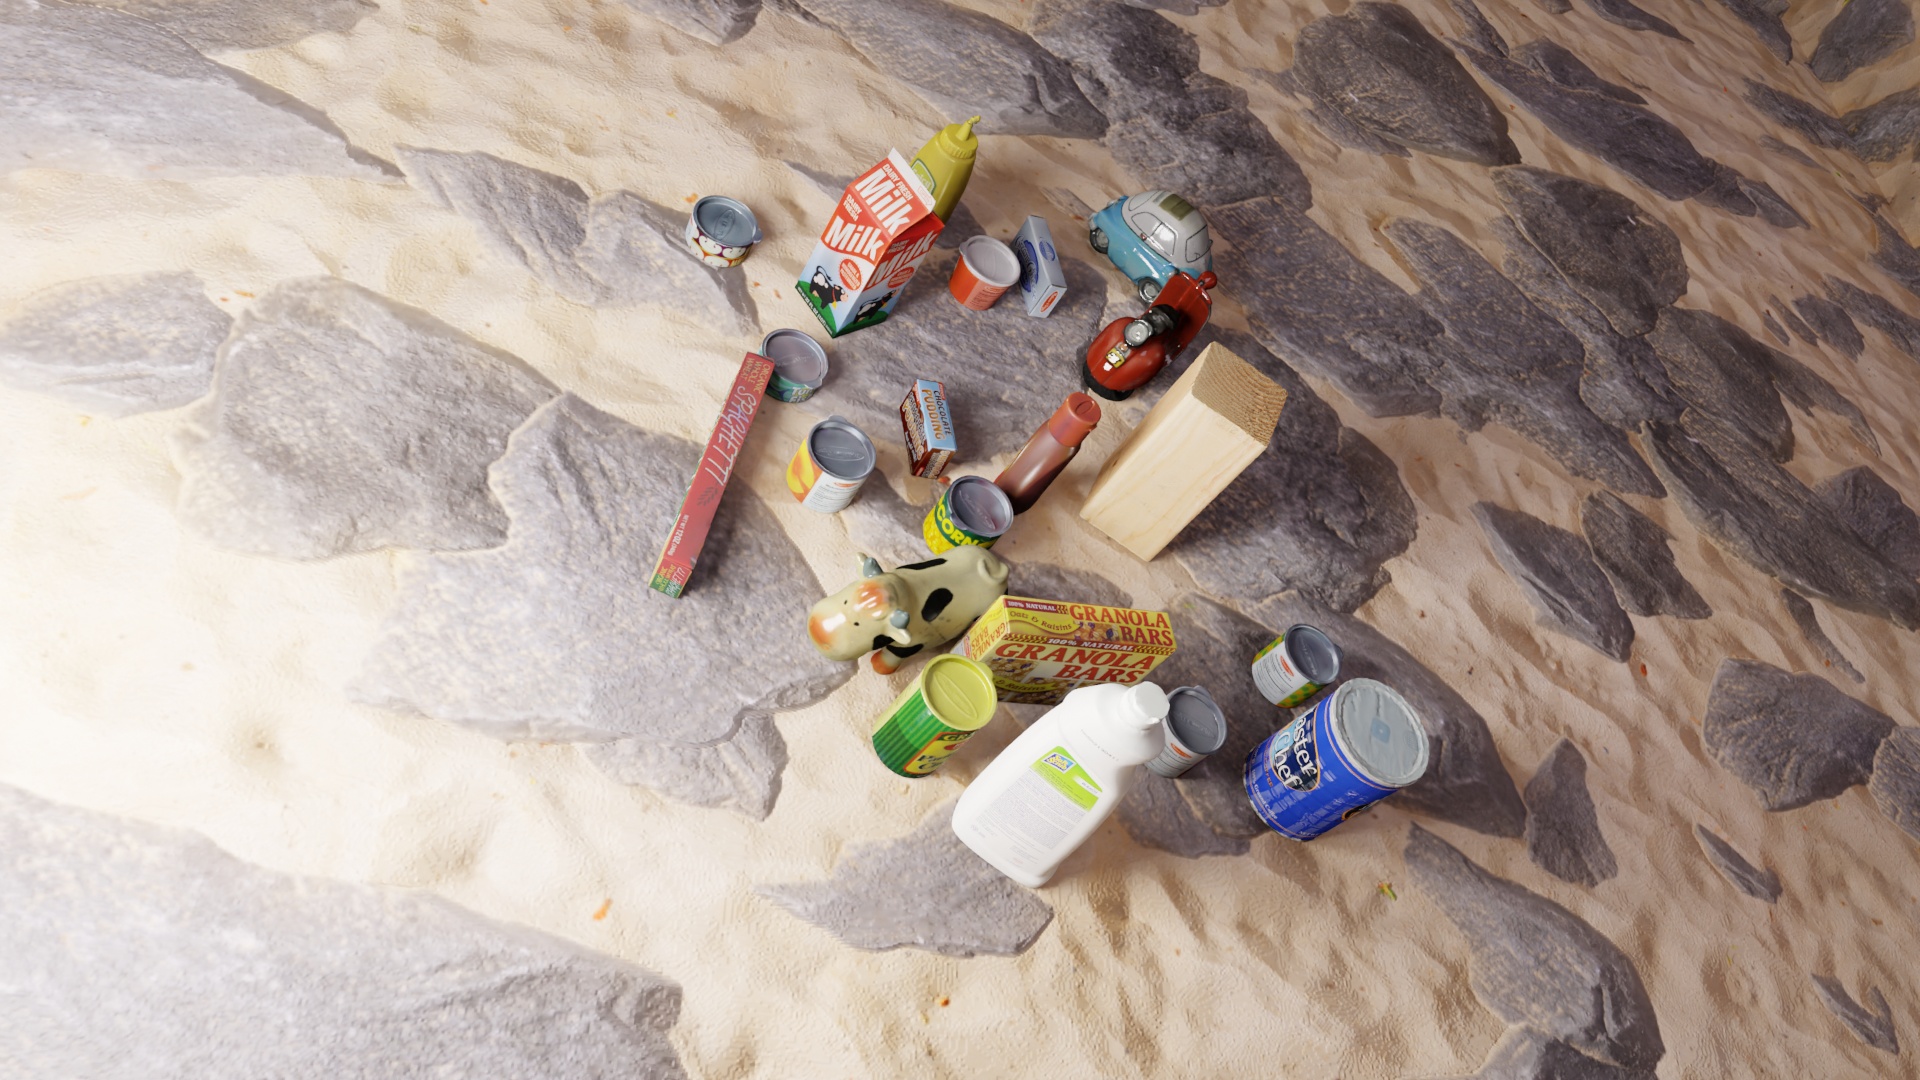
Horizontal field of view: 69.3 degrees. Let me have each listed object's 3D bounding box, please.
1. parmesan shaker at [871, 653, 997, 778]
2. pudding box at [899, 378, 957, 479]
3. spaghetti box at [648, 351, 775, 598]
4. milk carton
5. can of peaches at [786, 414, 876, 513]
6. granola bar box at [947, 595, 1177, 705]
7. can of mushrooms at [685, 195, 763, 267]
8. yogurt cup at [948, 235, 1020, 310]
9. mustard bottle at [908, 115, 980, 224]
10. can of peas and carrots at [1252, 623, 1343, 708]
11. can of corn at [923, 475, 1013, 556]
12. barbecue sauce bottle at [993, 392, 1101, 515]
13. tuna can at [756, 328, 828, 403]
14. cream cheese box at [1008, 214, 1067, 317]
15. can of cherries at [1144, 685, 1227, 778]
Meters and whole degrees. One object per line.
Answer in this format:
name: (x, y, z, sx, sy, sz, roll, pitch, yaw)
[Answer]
parmesan shaker: (-0.020, 0.143, 1.127, 0.071, 0.102, 0.071, 15, 53, -20)
pudding box: (-0.031, -0.107, 1.331, 0.030, 0.049, 0.084, 6, 56, -26)
spaghetti box: (-0.212, -0.063, 1.197, 0.029, 0.050, 0.251, 24, 50, -13)
milk carton: (-0.082, -0.285, 1.332, 0.074, 0.189, 0.072, -26, 74, -39)
can of peaches: (-0.117, -0.068, 1.250, 0.071, 0.057, 0.071, 15, 53, -20)
granola bar box: (0.083, 0.098, 1.203, 0.166, 0.123, 0.039, 7, 56, -25)
can of mushrooms: (-0.232, -0.302, 1.364, 0.071, 0.033, 0.071, 15, 52, -20)
yogurt cup: (0.023, -0.282, 1.481, 0.072, 0.053, 0.073, 15, 53, -20)
mustard bottle: (-0.020, -0.390, 1.460, 0.049, 0.159, 0.065, -22, 71, -38)
can of peas and carrots: (0.332, 0.124, 1.369, 0.071, 0.058, 0.071, 15, 53, -20)
can of corn: (0.005, -0.016, 1.282, 0.071, 0.058, 0.071, 15, 53, -20)
barbecue sauce bottle: (0.082, -0.082, 1.311, 0.044, 0.147, 0.065, 48, 49, 8)
tuna can: (-0.159, -0.162, 1.308, 0.071, 0.032, 0.071, 15, 52, -20)
cream cheese box: (0.084, -0.302, 1.529, 0.024, 0.053, 0.104, 3, 57, -28)
can of cherries: (0.199, 0.173, 1.260, 0.071, 0.058, 0.072, 15, 53, -20)
